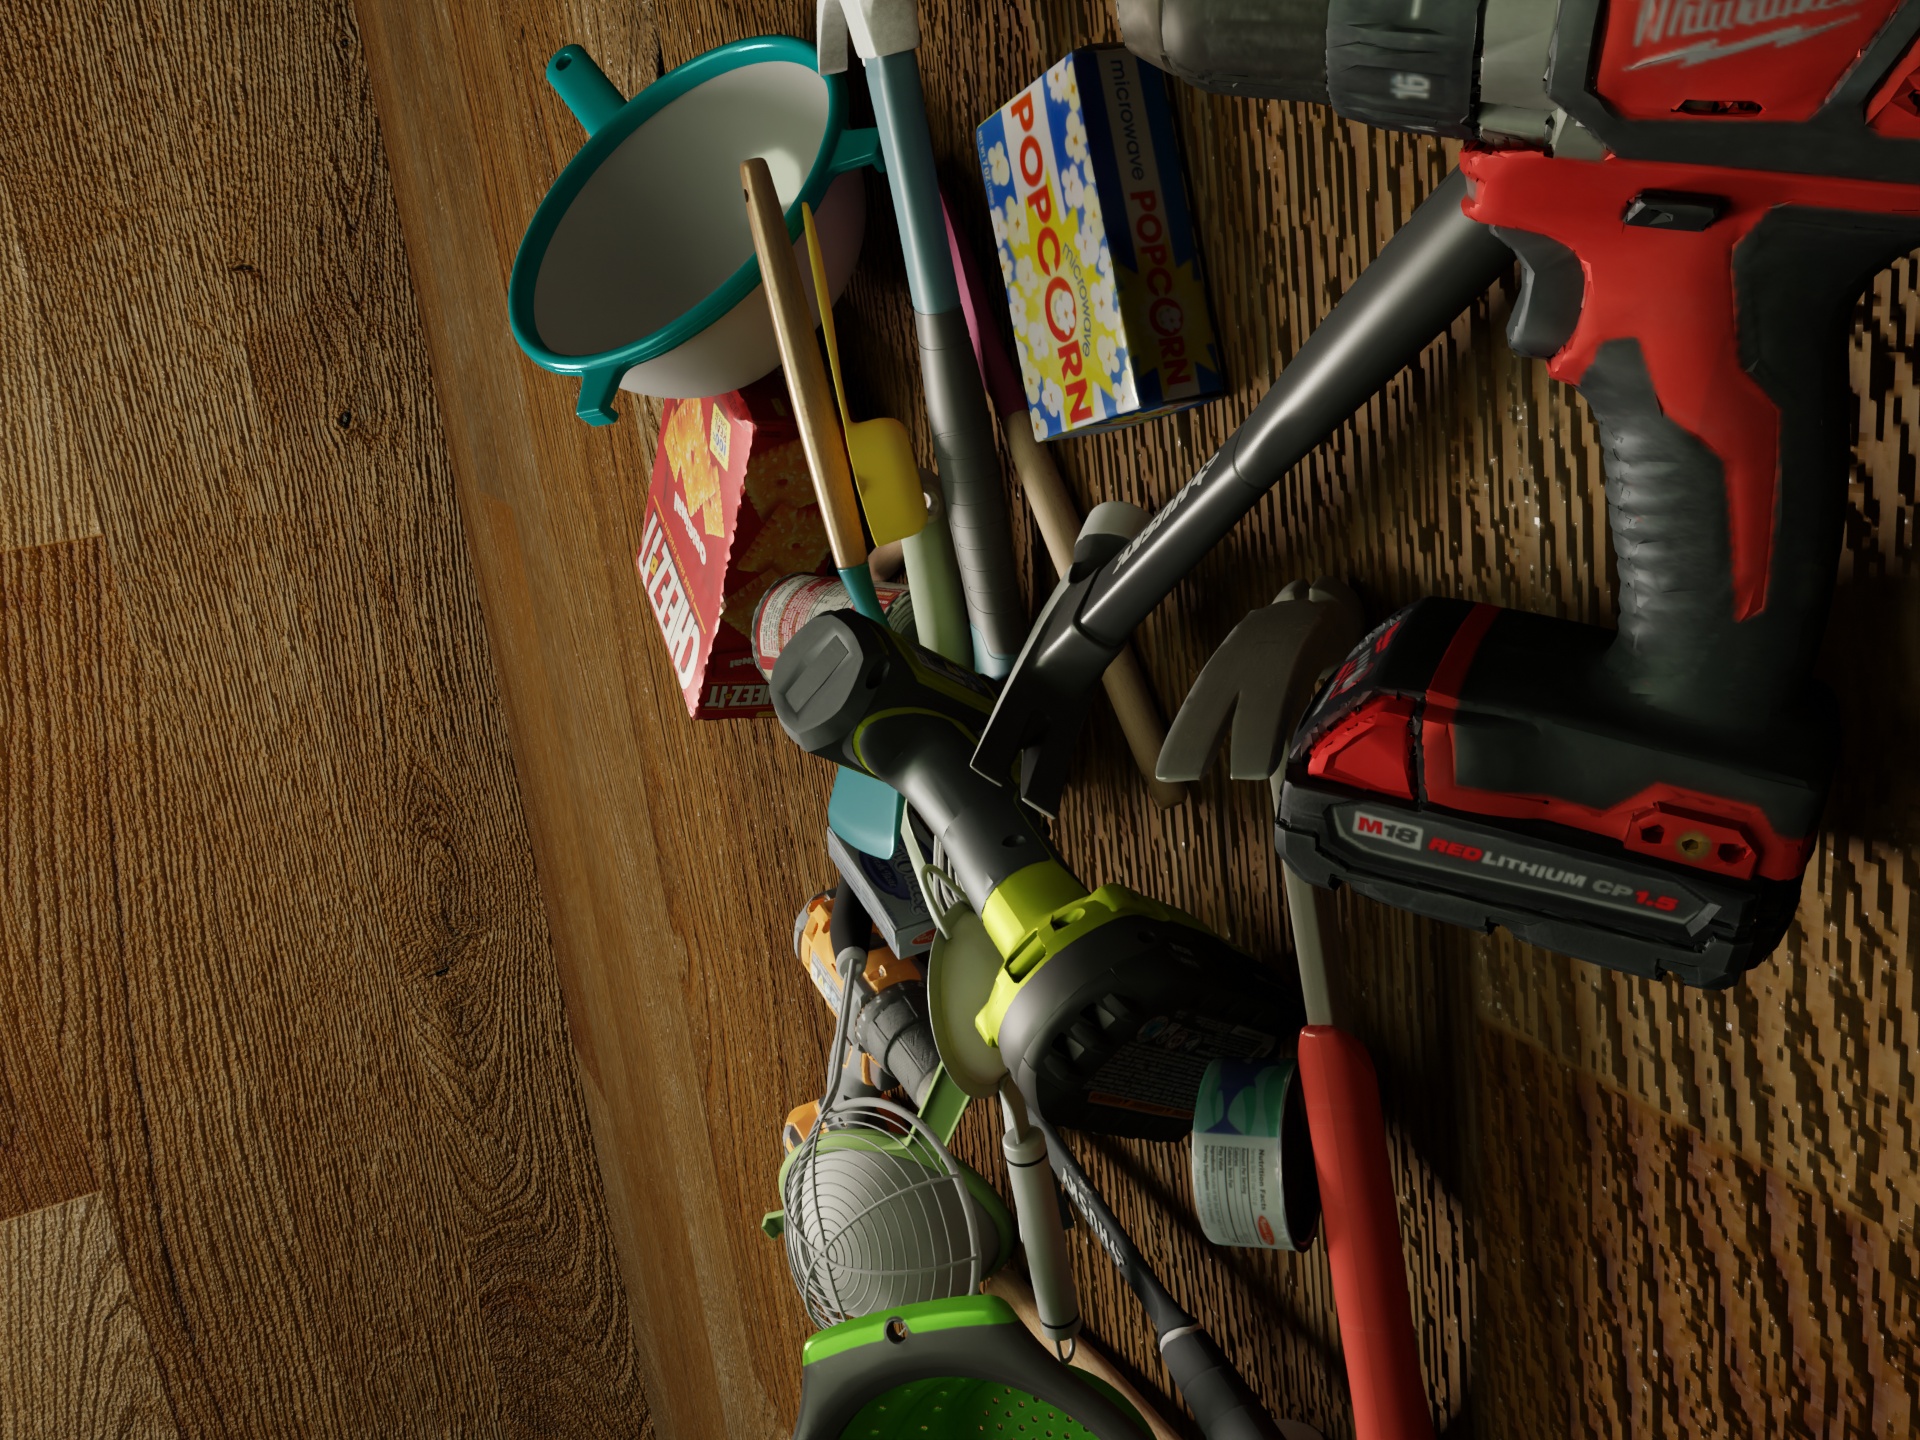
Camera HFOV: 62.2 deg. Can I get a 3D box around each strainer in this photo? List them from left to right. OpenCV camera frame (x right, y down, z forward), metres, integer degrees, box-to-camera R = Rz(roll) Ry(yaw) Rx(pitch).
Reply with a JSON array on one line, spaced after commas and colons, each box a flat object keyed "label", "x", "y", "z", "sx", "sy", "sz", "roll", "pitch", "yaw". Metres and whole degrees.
[{"label": "strainer", "x": -0.150, "y": -0.279, "z": 0.865, "sx": 0.095, "sy": 0.211, "sz": 0.341, "roll": 42, "pitch": -171, "yaw": -46}, {"label": "strainer", "x": -0.034, "y": 0.283, "z": 0.925, "sx": 0.069, "sy": 0.151, "sz": 0.256, "roll": -67, "pitch": -2, "yaw": -48}, {"label": "strainer", "x": 0.029, "y": 0.180, "z": 0.701, "sx": 0.050, "sy": 0.087, "sz": 0.258, "roll": -1, "pitch": 112, "yaw": 27}]

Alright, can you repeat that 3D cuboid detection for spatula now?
[{"label": "spatula", "x": -0.065, "y": -0.094, "z": 0.734, "sx": 0.082, "sy": 0.044, "sz": 0.317, "roll": 18, "pitch": 124, "yaw": 63}]

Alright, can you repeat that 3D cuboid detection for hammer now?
[{"label": "hammer", "x": -0.007, "y": -0.163, "z": 0.677, "sx": 0.128, "sy": 0.033, "sz": 0.330, "roll": -126, "pitch": 22, "yaw": -61}, {"label": "hammer", "x": 0.086, "y": 0.363, "z": 0.819, "sx": 0.331, "sy": 0.031, "sz": 0.130, "roll": -174, "pitch": 83, "yaw": -69}, {"label": "hammer", "x": 0.088, "y": 0.263, "z": 0.693, "sx": 0.409, "sy": 0.036, "sz": 0.149, "roll": -135, "pitch": 34, "yaw": -66}, {"label": "hammer", "x": 0.096, "y": -0.085, "z": 0.469, "sx": 0.035, "sy": 0.146, "sz": 0.334, "roll": 32, "pitch": 146, "yaw": -7}, {"label": "hammer", "x": 0.126, "y": 0.141, "z": 0.522, "sx": 0.037, "sy": 0.149, "sz": 0.359, "roll": -3, "pitch": 111, "yaw": 25}]

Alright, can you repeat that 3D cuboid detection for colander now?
[{"label": "colander", "x": 0.057, "y": 0.429, "z": 0.695, "sx": 0.204, "sy": 0.094, "sz": 0.397, "roll": -21, "pitch": 87, "yaw": 24}]

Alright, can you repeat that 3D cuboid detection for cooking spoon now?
[{"label": "cooking spoon", "x": 0.034, "y": -0.110, "z": 0.694, "sx": 0.068, "sy": 0.017, "sz": 0.319, "roll": 106, "pitch": 145, "yaw": -72}]

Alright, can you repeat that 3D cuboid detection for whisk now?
[{"label": "whisk", "x": -0.001, "y": -0.003, "z": 0.787, "sx": 0.059, "sy": 0.058, "sz": 0.246, "roll": -151, "pitch": 50, "yaw": -72}]

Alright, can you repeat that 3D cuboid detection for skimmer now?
[{"label": "skimmer", "x": -0.039, "y": 0.184, "z": 0.882, "sx": 0.127, "sy": 0.090, "sz": 0.364, "roll": -60, "pitch": 13, "yaw": 25}]

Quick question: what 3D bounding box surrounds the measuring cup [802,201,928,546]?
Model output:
[{"label": "measuring cup", "x": -0.043, "y": -0.158, "z": 0.718, "sx": 0.062, "sy": 0.029, "sz": 0.156, "roll": -91, "pitch": -11, "yaw": -83}]

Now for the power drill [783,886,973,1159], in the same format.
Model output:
[{"label": "power drill", "x": -0.050, "y": 0.246, "z": 1.031, "sx": 0.186, "sy": 0.084, "sz": 0.226, "roll": 45, "pitch": 138, "yaw": 48}]

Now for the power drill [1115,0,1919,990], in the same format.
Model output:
[{"label": "power drill", "x": 0.120, "y": -0.069, "z": 0.347, "sx": 0.188, "sy": 0.080, "sz": 0.226, "roll": 15, "pitch": 124, "yaw": 23}]

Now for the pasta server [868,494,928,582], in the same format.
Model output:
[{"label": "pasta server", "x": -0.057, "y": -0.082, "z": 0.900, "sx": 0.316, "sy": 0.040, "sz": 0.060, "roll": 147, "pitch": 118, "yaw": -65}]

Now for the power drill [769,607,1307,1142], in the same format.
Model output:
[{"label": "power drill", "x": 0.032, "y": 0.057, "z": 0.647, "sx": 0.080, "sy": 0.171, "sz": 0.223, "roll": -48, "pitch": 51, "yaw": 14}]

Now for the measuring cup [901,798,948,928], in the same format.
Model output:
[{"label": "measuring cup", "x": -0.014, "y": 0.054, "z": 0.881, "sx": 0.168, "sy": 0.038, "sz": 0.083, "roll": 70, "pitch": 157, "yaw": 8}]
